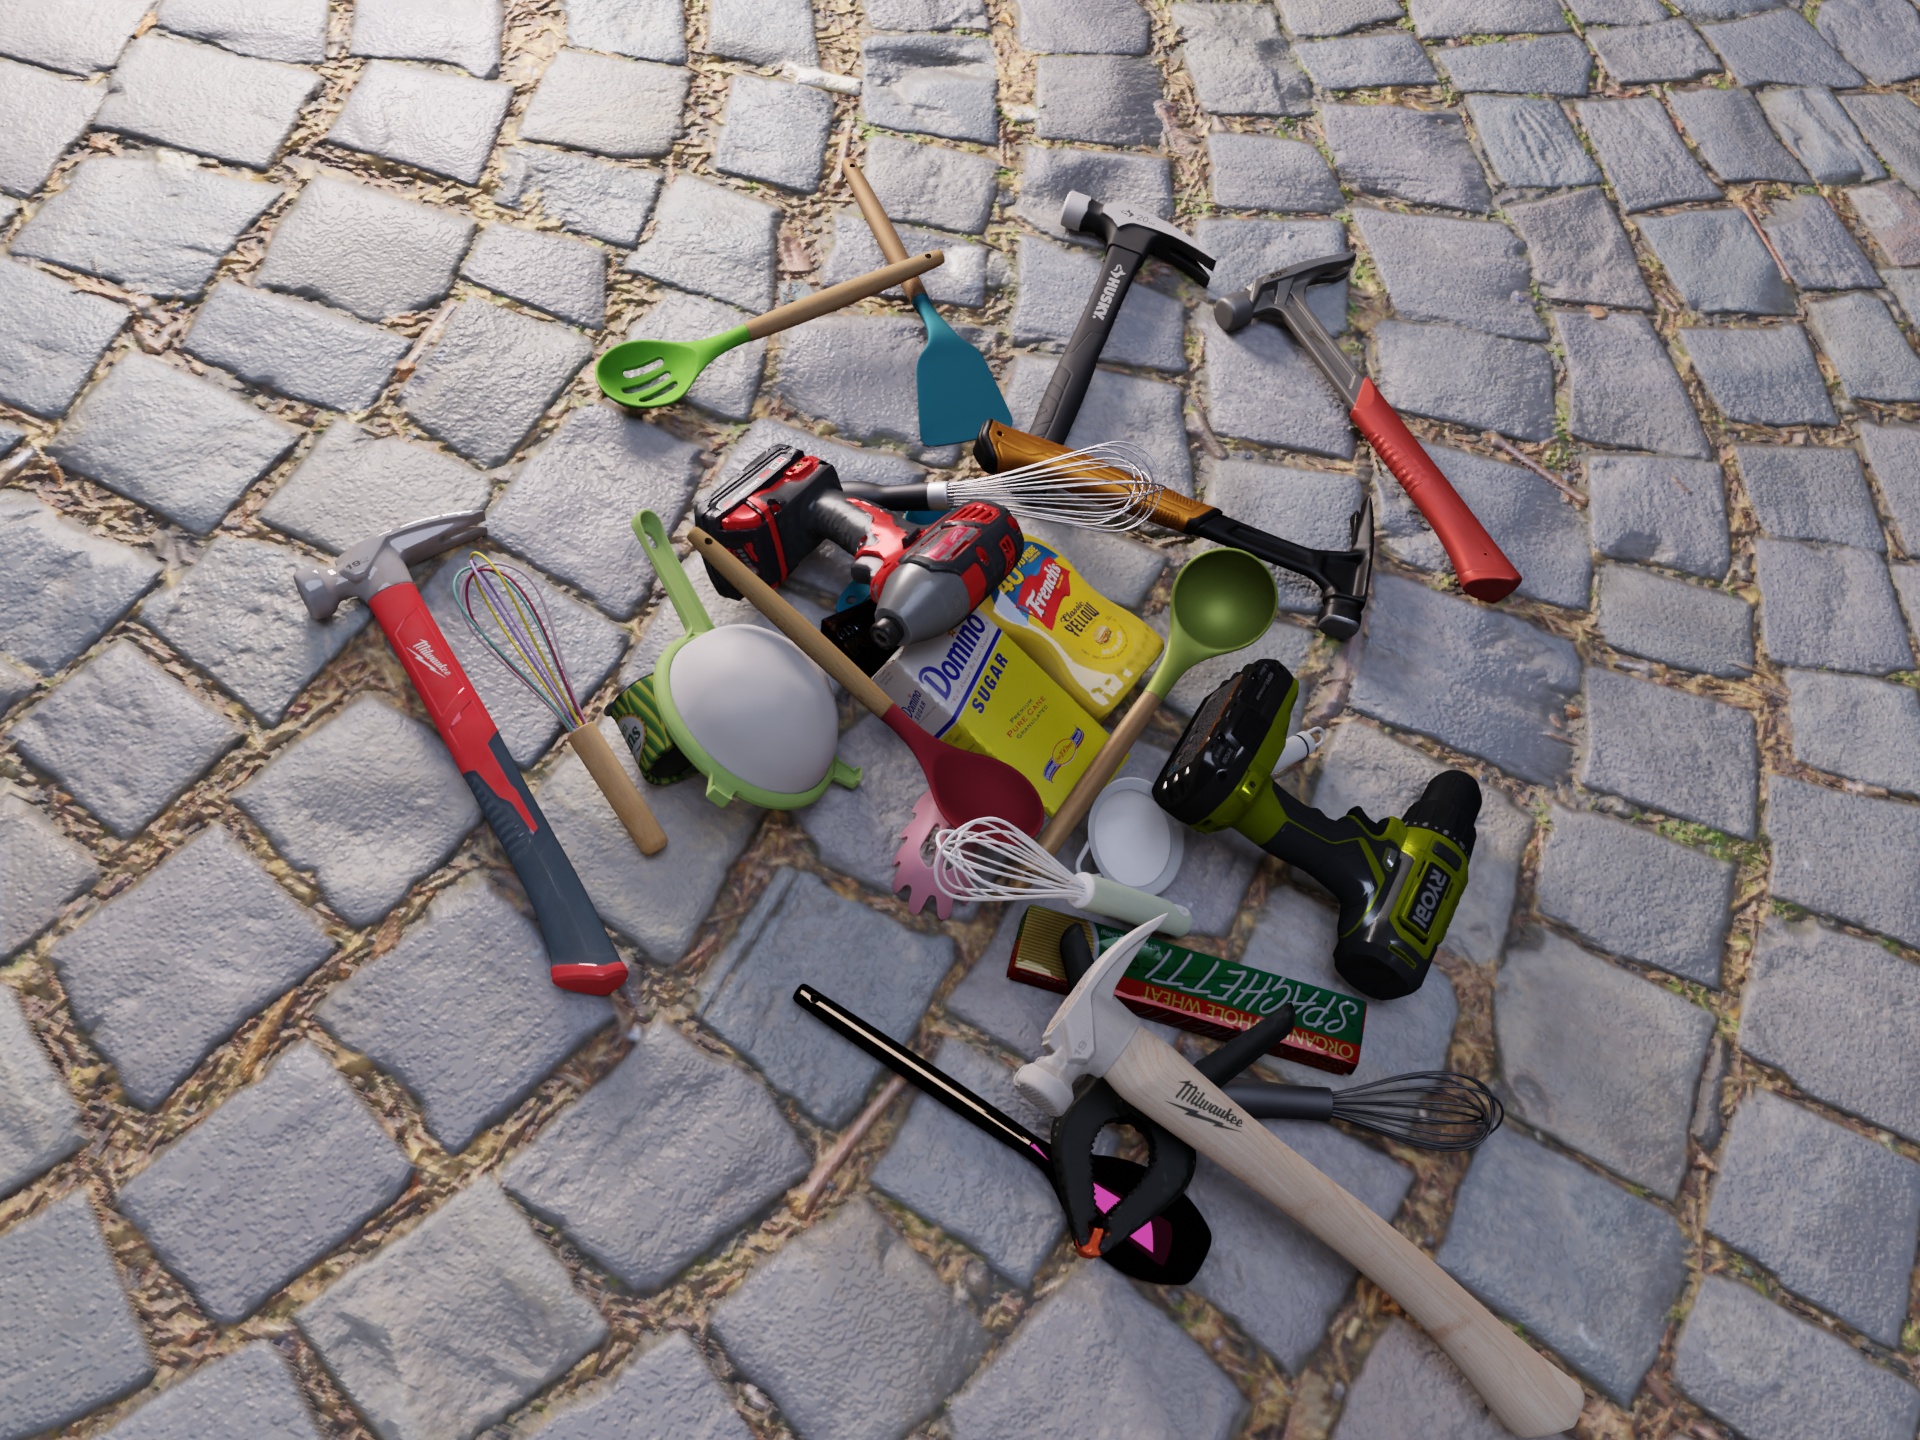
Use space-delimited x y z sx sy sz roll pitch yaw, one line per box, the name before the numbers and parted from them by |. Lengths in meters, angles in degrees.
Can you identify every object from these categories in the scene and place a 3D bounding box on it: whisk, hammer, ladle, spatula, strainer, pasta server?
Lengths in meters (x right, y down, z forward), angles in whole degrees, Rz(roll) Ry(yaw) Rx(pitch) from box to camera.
whisk | 0.247 0.258 1.073 0.239 0.055 0.055 5 62 -2
hammer | 0.173 -0.175 1.273 0.337 0.034 0.127 19 62 -7
whisk | 0.016 -0.174 1.222 0.284 0.070 0.070 0 60 16
hammer | -0.321 0.018 1.115 0.143 0.038 0.387 -27 69 -22
ladle | 0.127 -0.002 1.126 0.078 0.062 0.320 38 63 0
hammer | 0.371 -0.254 1.367 0.149 0.036 0.359 -23 67 -19
whisk | 0.074 0.112 1.057 0.058 0.246 0.059 40 103 48
spatula | -0.047 -0.372 1.373 0.082 0.044 0.318 -16 61 -16
strainer | 0.175 0.059 1.170 0.258 0.050 0.087 -25 94 -26
strainer | -0.158 -0.060 1.120 0.151 0.069 0.256 -5 60 -53
whisk | -0.276 -0.012 1.103 0.245 0.047 0.051 57 30 1
hammer | 0.111 -0.316 1.360 0.146 0.035 0.335 21 61 3
ladle | -0.070 -0.024 1.089 0.315 0.031 0.069 42 54 2
pasta server | -0.002 -0.004 1.185 0.060 0.040 0.316 10 57 -4
hammer | 0.232 0.299 1.007 0.410 0.038 0.146 39 68 -1

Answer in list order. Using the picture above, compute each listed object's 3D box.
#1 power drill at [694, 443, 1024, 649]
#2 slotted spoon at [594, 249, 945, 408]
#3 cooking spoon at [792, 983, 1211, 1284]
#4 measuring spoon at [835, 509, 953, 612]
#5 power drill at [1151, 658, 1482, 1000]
power drill | -0.079 -0.120 1.149 0.220 0.078 0.143 19 49 30
slotted spoon | -0.152 -0.328 1.313 0.314 0.031 0.070 -26 70 -14
cooking spoon | 0.024 0.266 1.048 0.319 0.017 0.069 32 62 7
measuring spoon | -0.051 -0.124 1.247 0.042 0.021 0.128 36 71 24
power drill | 0.268 0.062 1.142 0.228 0.080 0.191 38 59 -6
